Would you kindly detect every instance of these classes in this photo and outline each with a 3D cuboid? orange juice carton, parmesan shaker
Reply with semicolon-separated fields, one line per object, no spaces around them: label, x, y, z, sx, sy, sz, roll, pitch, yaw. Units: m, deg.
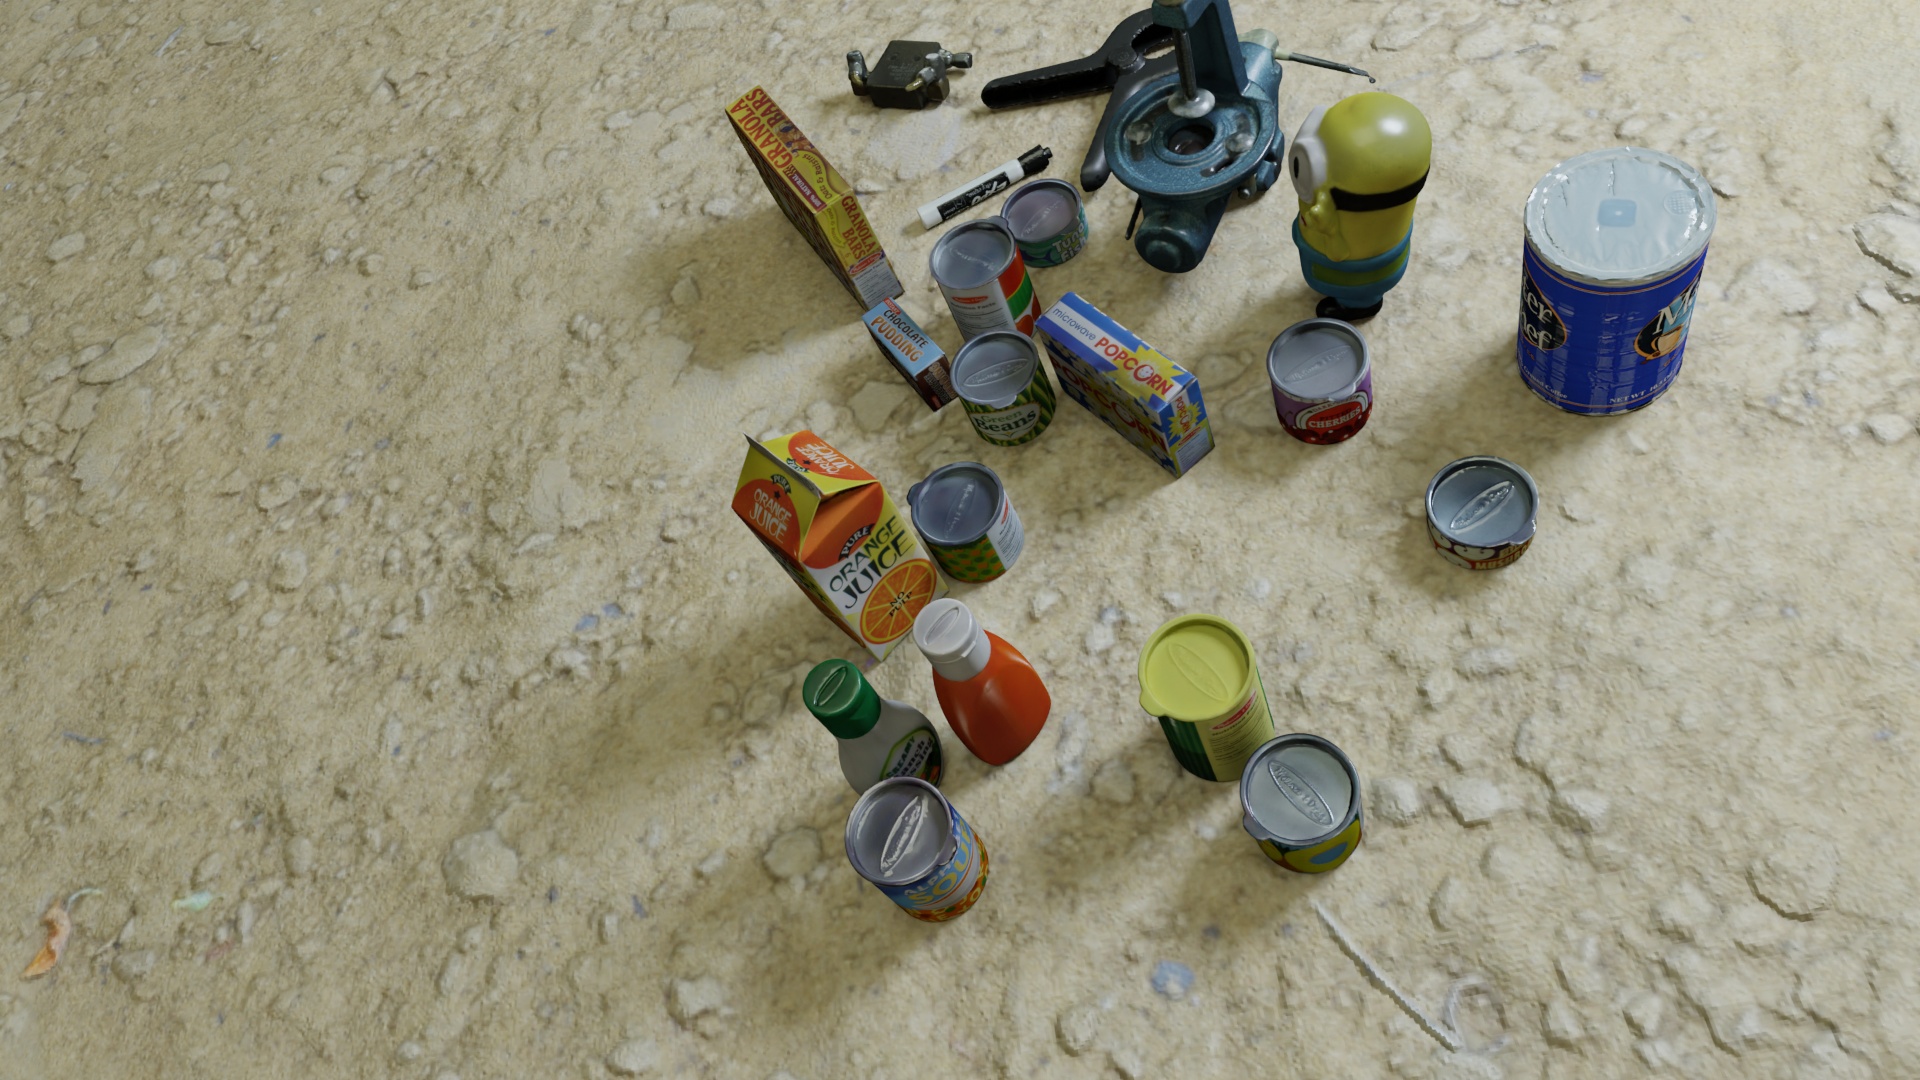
orange juice carton;-0.082;-0.004;0.905;0.072;0.192;0.073;36;77;32
parmesan shaker;0.145;0.097;0.821;0.071;0.102;0.071;-9;58;14

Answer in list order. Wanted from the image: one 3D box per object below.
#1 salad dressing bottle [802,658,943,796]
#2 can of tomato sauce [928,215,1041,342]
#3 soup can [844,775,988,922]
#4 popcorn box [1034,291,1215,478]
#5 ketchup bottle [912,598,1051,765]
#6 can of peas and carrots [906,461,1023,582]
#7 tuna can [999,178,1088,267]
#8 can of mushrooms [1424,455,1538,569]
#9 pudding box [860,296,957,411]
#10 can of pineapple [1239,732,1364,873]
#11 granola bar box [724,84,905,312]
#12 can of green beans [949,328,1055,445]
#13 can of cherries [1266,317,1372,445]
salad dressing bottle;-0.053;0.119;0.849;0.044;0.147;0.064;29;73;31
can of tomato sauce;0.021;-0.192;1.048;0.071;0.082;0.071;-9;58;14
soup can;-0.022;0.188;0.836;0.071;0.083;0.071;-9;58;14
popcorn box;0.114;-0.109;0.966;0.038;0.085;0.127;-43;56;-8
ketchup bottle;0.012;0.084;0.847;0.043;0.148;0.065;35;76;32
can of peas and carrots;0.003;-0.012;0.962;0.071;0.058;0.071;-9;58;14
tuna can;0.069;-0.250;1.097;0.071;0.032;0.071;-9;58;14
can of mushrooms;0.327;-0.016;0.868;0.071;0.033;0.071;-9;58;14
pudding box;-0.037;-0.143;1.059;0.030;0.049;0.084;-37;56;-4
can of pineapple;0.195;0.152;0.798;0.071;0.057;0.071;-9;58;14
granola bar box;-0.118;-0.274;1.120;0.039;0.123;0.166;-35;56;-3
can of green beans;0.032;-0.111;1.011;0.071;0.057;0.071;-9;58;14
can of cherries;0.243;-0.104;0.935;0.071;0.058;0.072;-9;58;14
